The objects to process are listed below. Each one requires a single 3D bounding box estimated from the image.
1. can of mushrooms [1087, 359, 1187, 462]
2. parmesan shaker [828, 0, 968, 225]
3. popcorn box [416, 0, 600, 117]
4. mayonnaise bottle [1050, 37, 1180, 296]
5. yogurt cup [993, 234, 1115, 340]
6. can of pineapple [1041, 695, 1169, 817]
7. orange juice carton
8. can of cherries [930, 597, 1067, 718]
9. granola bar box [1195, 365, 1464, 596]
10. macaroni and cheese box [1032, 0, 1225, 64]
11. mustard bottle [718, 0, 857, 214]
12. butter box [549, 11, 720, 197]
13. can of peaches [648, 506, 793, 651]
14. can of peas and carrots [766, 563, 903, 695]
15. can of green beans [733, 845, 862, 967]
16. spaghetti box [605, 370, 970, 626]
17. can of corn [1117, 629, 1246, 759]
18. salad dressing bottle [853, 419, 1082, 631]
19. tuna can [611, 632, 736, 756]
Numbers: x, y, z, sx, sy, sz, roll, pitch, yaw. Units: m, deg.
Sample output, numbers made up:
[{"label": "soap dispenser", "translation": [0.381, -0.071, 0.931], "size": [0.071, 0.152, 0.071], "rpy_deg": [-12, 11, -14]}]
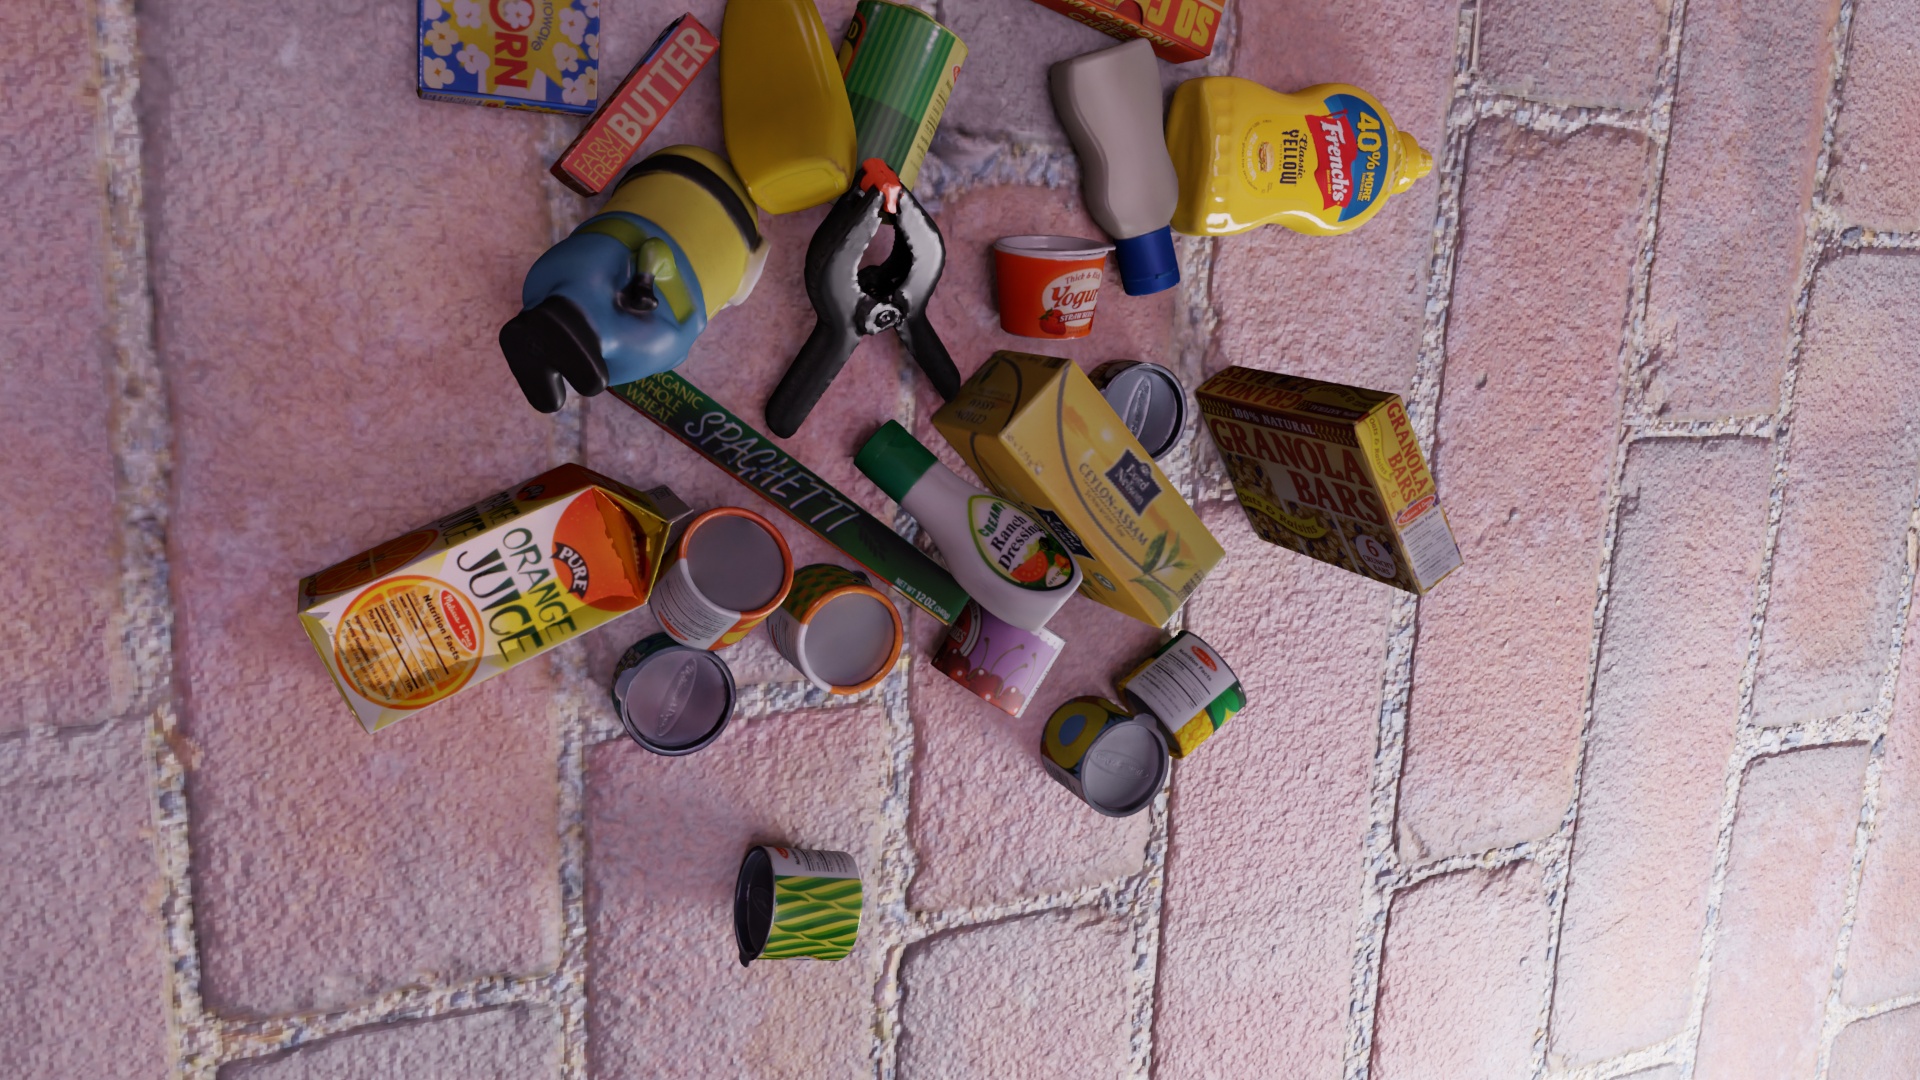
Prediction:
[{"label": "can of mushrooms", "translation": [0.107, -0.083, 0.887], "size": [0.071, 0.033, 0.071], "rpy_deg": [-6, 104, -24]}, {"label": "parmesan shaker", "translation": [-0.046, -0.234, 0.763], "size": [0.071, 0.071, 0.103], "rpy_deg": [22, 92, -27]}, {"label": "popcorn box", "translation": [-0.224, -0.280, 0.688], "size": [0.085, 0.038, 0.126], "rpy_deg": [0, 101, -24]}, {"label": "mayonnaise bottle", "translation": [0.102, -0.226, 0.851], "size": [0.065, 0.041, 0.147], "rpy_deg": [-22, 110, -16]}, {"label": "yogurt cup", "translation": [0.053, -0.152, 0.831], "size": [0.072, 0.072, 0.053], "rpy_deg": [-7, 112, -24]}, {"label": "can of pineapple", "translation": [0.096, 0.140, 0.915], "size": [0.071, 0.058, 0.070], "rpy_deg": [-6, 104, -24]}, {"label": "orange juice carton", "translation": [-0.235, 0.018, 0.727], "size": [0.193, 0.072, 0.072], "rpy_deg": [-27, 111, -18]}, {"label": "can of cherries", "translation": [0.021, 0.068, 0.862], "size": [0.071, 0.071, 0.058], "rpy_deg": [33, 87, -27]}, {"label": "granola bar box", "translation": [0.228, -0.042, 0.879], "size": [0.039, 0.166, 0.124], "rpy_deg": [-34, 113, -14]}, {"label": "macaroni and cheese box", "translation": [0.113, -0.387, 0.822], "size": [0.124, 0.040, 0.166], "rpy_deg": [13, 95, -26]}, {"label": "mustard bottle", "translation": [-0.094, -0.250, 0.725], "size": [0.065, 0.048, 0.161], "rpy_deg": [-14, 69, 11]}, {"label": "butter box", "translation": [-0.169, -0.223, 0.717], "size": [0.024, 0.053, 0.103], "rpy_deg": [40, 83, -25]}, {"label": "can of peaches", "translation": [-0.132, 0.020, 0.770], "size": [0.071, 0.057, 0.071], "rpy_deg": [12, 63, -25]}, {"label": "can of peas and carrots", "translation": [-0.072, 0.050, 0.817], "size": [0.071, 0.059, 0.070], "rpy_deg": [-6, 104, -24]}, {"label": "can of green beans", "translation": [-0.098, 0.219, 0.836], "size": [0.058, 0.071, 0.071], "rpy_deg": [10, 97, -27]}, {"label": "spaghetti box", "translation": [-0.097, -0.029, 0.793], "size": [0.249, 0.050, 0.029], "rpy_deg": [37, 85, -27]}, {"label": "can of corn", "translation": [0.148, 0.105, 0.929], "size": [0.058, 0.071, 0.071], "rpy_deg": [-38, 114, -13]}, {"label": "salad dressing bottle", "translation": [0.003, -0.010, 0.816], "size": [0.147, 0.043, 0.064], "rpy_deg": [41, 50, 2]}, {"label": "tuna can", "translation": [-0.167, 0.086, 0.795], "size": [0.071, 0.033, 0.071], "rpy_deg": [-6, 103, -24]}]
